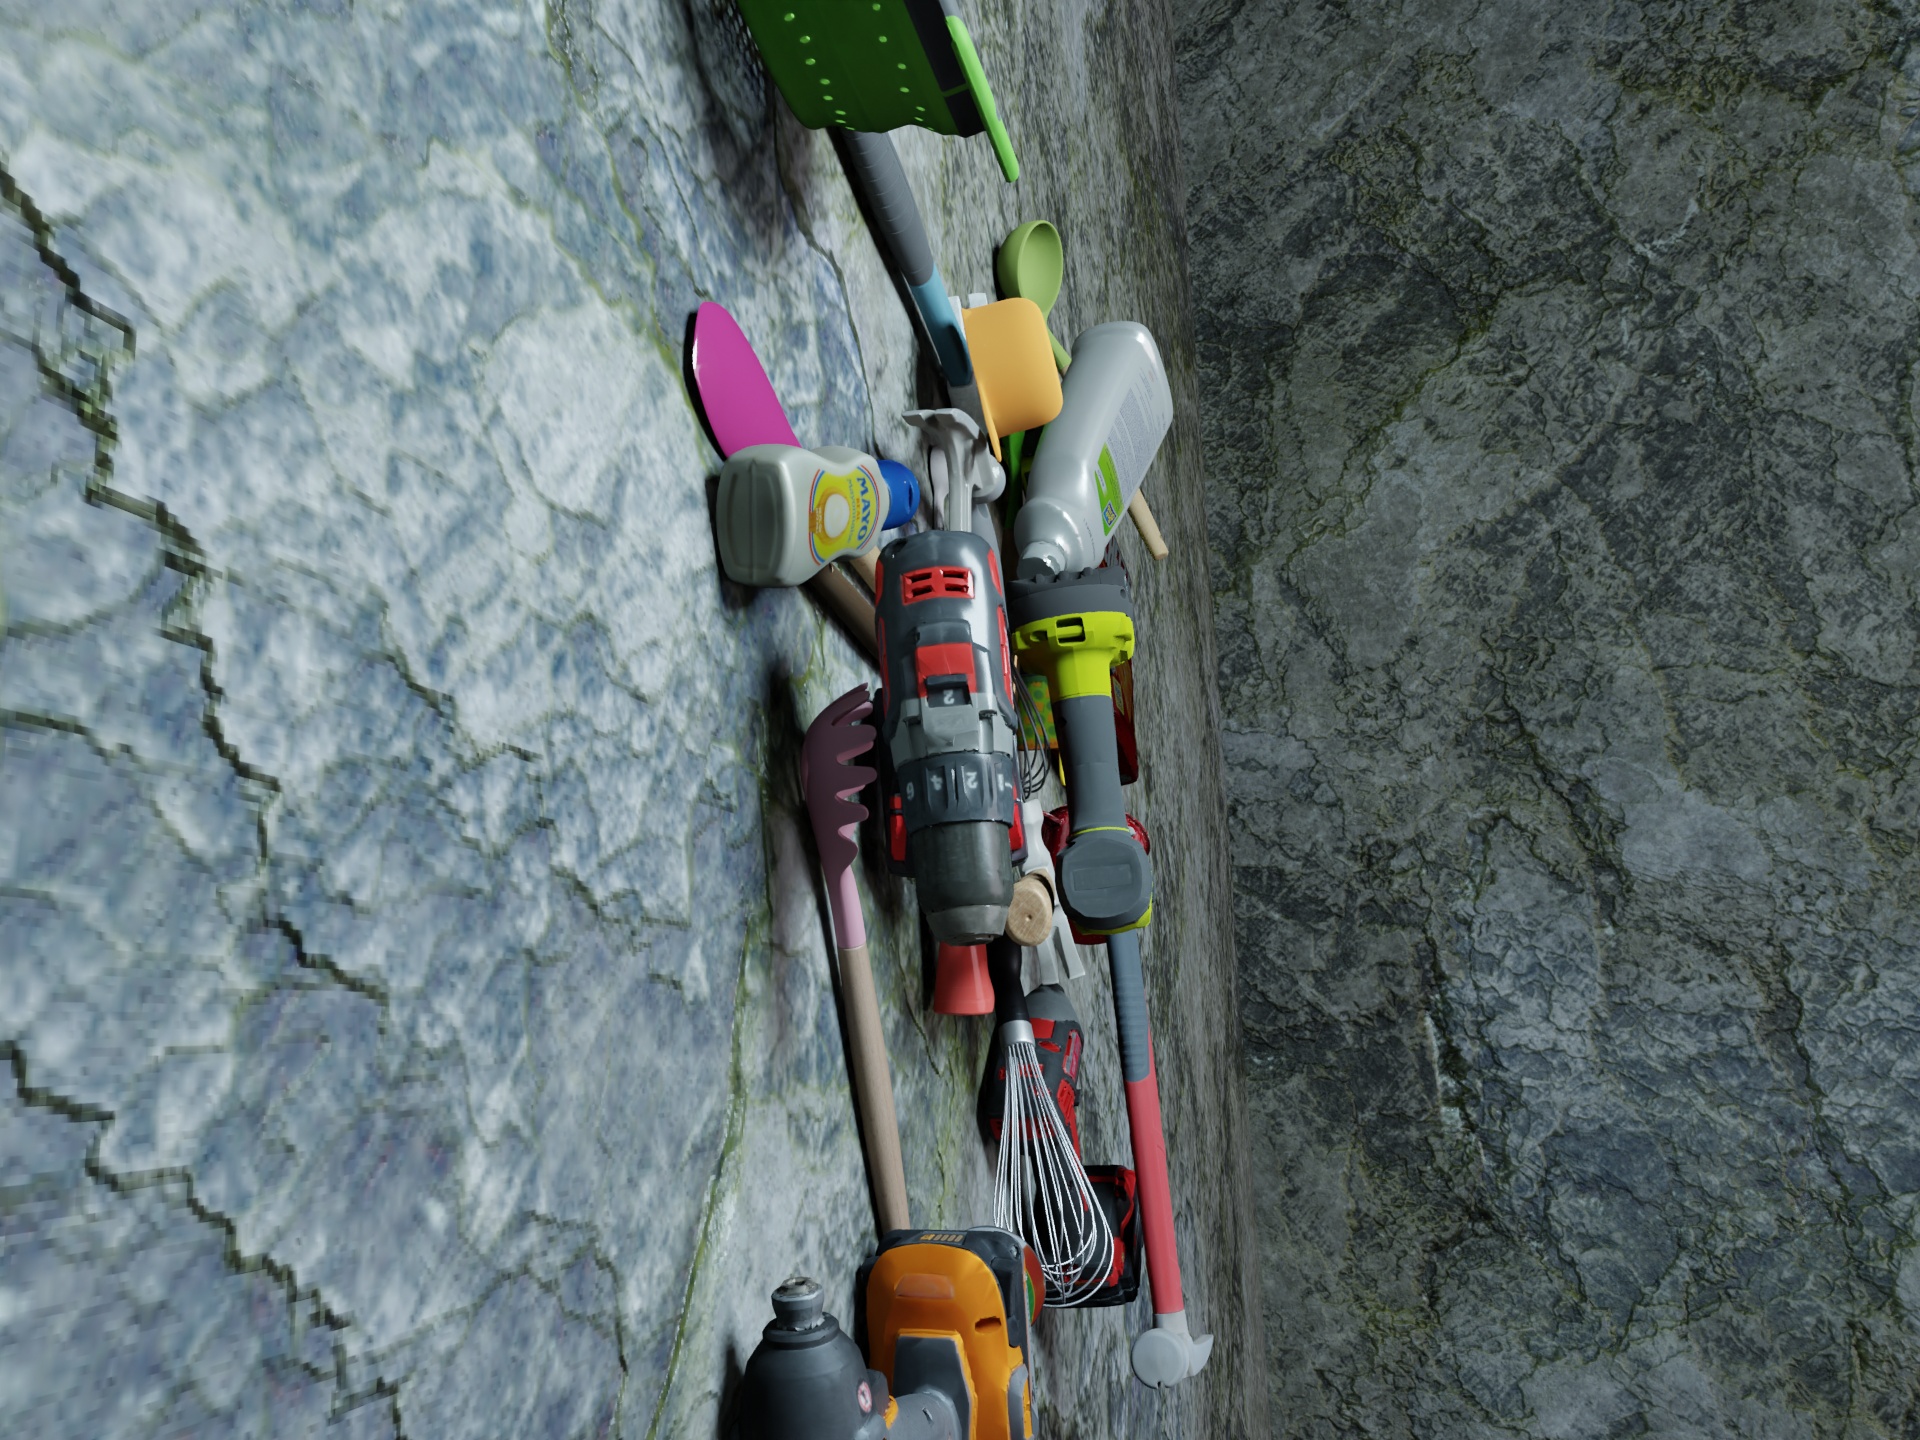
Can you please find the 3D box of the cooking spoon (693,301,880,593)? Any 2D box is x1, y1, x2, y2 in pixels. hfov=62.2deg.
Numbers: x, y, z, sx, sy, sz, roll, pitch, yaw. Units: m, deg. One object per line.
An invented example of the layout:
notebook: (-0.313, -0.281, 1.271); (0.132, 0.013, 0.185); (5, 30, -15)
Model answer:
cooking spoon: (-0.070, -0.113, 0.836); (0.318, 0.017, 0.069); (52, 37, -64)

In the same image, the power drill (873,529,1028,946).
power drill: (-0.004, 0.027, 0.795); (0.226, 0.080, 0.188); (90, -5, -75)

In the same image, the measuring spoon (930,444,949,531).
measuring spoon: (-0.007, -0.128, 1.082); (0.034, 0.018, 0.124); (34, 53, -72)

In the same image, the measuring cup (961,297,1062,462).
measuring cup: (0.039, -0.213, 1.028); (0.174, 0.052, 0.095); (-95, 168, -55)

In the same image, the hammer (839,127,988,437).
hammer: (-0.030, -0.299, 1.025); (0.330, 0.033, 0.128); (60, 29, -58)

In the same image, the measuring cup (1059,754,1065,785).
measuring cup: (0.063, -0.029, 1.143); (0.062, 0.029, 0.157); (35, 53, -66)

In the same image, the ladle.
ladle: (0.109, -0.274, 1.307); (0.078, 0.062, 0.320); (14, 49, -61)

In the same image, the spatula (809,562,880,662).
spatula: (-0.036, -0.031, 0.940); (0.315, 0.018, 0.060); (51, 37, -66)

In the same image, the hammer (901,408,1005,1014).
hammer: (-0.002, -0.003, 0.965); (0.149, 0.037, 0.359); (19, 70, -75)

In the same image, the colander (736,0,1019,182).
colander: (-0.082, -0.428, 0.801); (0.204, 0.094, 0.397); (49, 21, -66)

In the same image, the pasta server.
pasta server: (-0.044, 0.138, 0.813); (0.060, 0.040, 0.316); (-110, -167, -76)

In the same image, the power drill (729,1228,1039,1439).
power drill: (-0.033, 0.306, 0.719); (0.226, 0.084, 0.164); (-5, 90, -71)

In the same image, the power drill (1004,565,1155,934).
power drill: (0.084, 0.026, 1.028); (0.171, 0.080, 0.223); (54, 29, -78)

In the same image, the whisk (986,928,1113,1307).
whisk: (0.042, 0.232, 1.013); (0.070, 0.070, 0.285); (67, 10, -50)

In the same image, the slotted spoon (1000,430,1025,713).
slotted spoon: (0.037, -0.114, 1.161); (0.070, 0.031, 0.313); (-28, 121, -76)

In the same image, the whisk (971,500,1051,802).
whisk: (0.023, -0.048, 1.105); (0.055, 0.055, 0.238); (-65, 147, -62)

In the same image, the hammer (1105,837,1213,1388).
hammer: (0.136, 0.276, 1.175); (0.143, 0.038, 0.386); (37, 46, -68)

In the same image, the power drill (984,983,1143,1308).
power drill: (0.073, 0.302, 1.143); (0.143, 0.078, 0.219); (-72, 150, -58)

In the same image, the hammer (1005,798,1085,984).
hammer: (0.049, 0.117, 1.025); (0.331, 0.031, 0.130); (33, 42, -85)

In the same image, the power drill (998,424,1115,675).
power drill: (0.065, -0.155, 1.259); (0.190, 0.080, 0.229); (39, 45, -72)
